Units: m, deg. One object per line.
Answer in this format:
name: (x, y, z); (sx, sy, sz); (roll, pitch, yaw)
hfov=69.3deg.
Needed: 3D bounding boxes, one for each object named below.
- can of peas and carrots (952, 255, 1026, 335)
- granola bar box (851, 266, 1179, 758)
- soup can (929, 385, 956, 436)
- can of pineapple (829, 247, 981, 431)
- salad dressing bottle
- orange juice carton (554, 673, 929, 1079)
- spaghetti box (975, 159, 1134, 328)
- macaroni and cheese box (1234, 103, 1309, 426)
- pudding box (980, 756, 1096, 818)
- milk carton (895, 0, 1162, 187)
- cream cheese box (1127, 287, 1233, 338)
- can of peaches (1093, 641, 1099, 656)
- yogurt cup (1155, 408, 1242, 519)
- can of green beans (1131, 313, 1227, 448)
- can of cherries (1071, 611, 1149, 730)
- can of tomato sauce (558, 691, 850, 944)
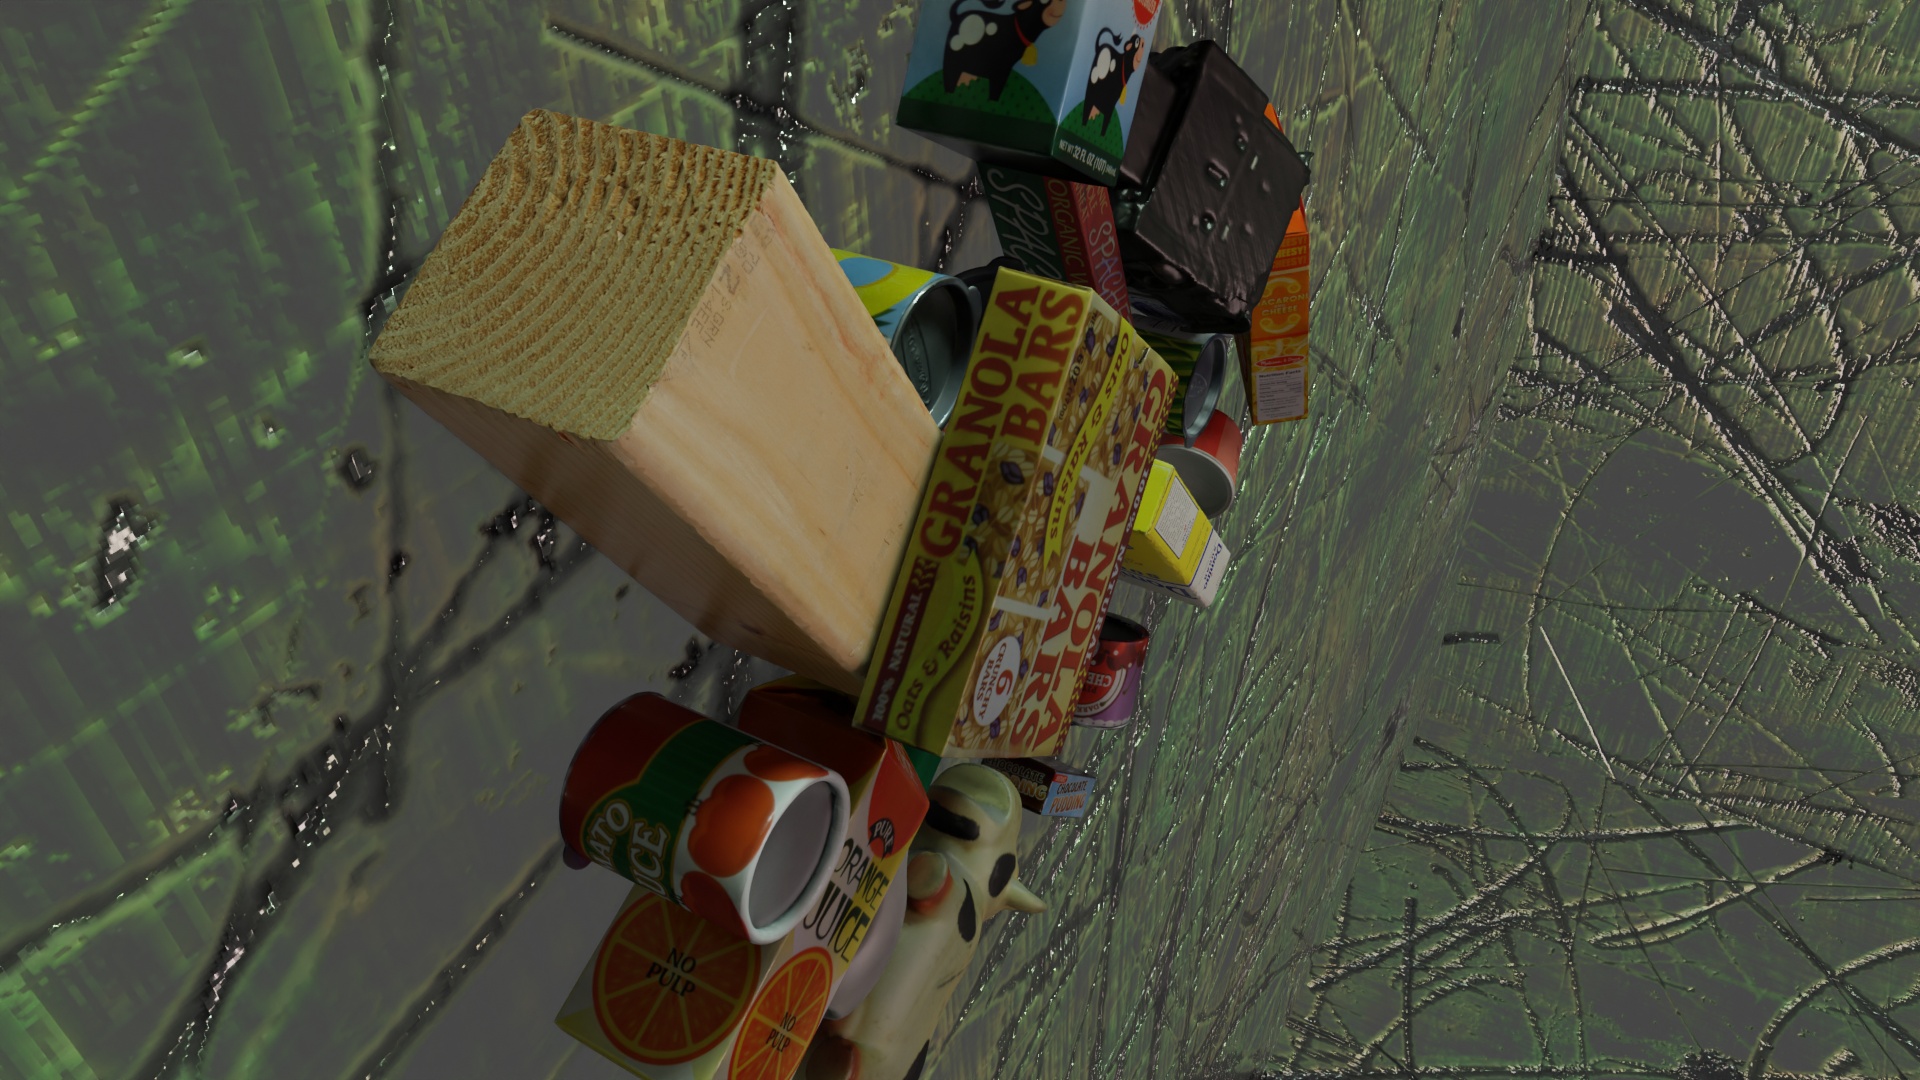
can of peas and carrots: (0.019, -0.084, 0.629); (0.071, 0.071, 0.058); (-67, 156, -9)
granola bar box: (0.027, -0.003, 0.517); (0.124, 0.039, 0.165); (20, 88, -66)
soup can: (-0.026, -0.017, 0.587); (0.084, 0.071, 0.071); (-63, 154, -16)
can of pineapple: (-0.033, -0.076, 0.536); (0.071, 0.058, 0.070); (-45, 145, -45)
salad dressing bottle: (-0.047, 0.150, 0.665); (0.148, 0.064, 0.043); (-66, 146, -30)
orange juice carton: (-0.075, 0.134, 0.578); (0.193, 0.073, 0.071); (-61, 153, -22)
spaghetti box: (0.060, -0.114, 0.713); (0.029, 0.050, 0.249); (-62, 153, -23)
macaroni and cheese box: (0.197, -0.176, 0.898); (0.165, 0.040, 0.124); (73, 12, -52)
pudding box: (0.047, 0.150, 0.868); (0.083, 0.050, 0.030); (29, 82, -64)
milk carton: (0.041, -0.247, 0.554); (0.072, 0.073, 0.190); (-4, 110, -63)
cream cheese box: (0.127, -0.145, 0.825); (0.104, 0.053, 0.024); (6, 99, -65)
can of peaches: (0.039, 0.032, 0.745); (0.071, 0.071, 0.057); (-49, 146, -40)
yogurt cup: (0.158, -0.055, 0.940); (0.072, 0.072, 0.054); (80, 29, -46)
can of green beans: (0.122, -0.099, 0.840); (0.071, 0.058, 0.071); (-44, 144, -45)
can of cherries: (0.080, 0.079, 0.864); (0.072, 0.071, 0.058); (-14, 119, -61)
can of tomato sauce: (-0.093, 0.101, 0.505); (0.071, 0.083, 0.070); (-44, 144, -45)
